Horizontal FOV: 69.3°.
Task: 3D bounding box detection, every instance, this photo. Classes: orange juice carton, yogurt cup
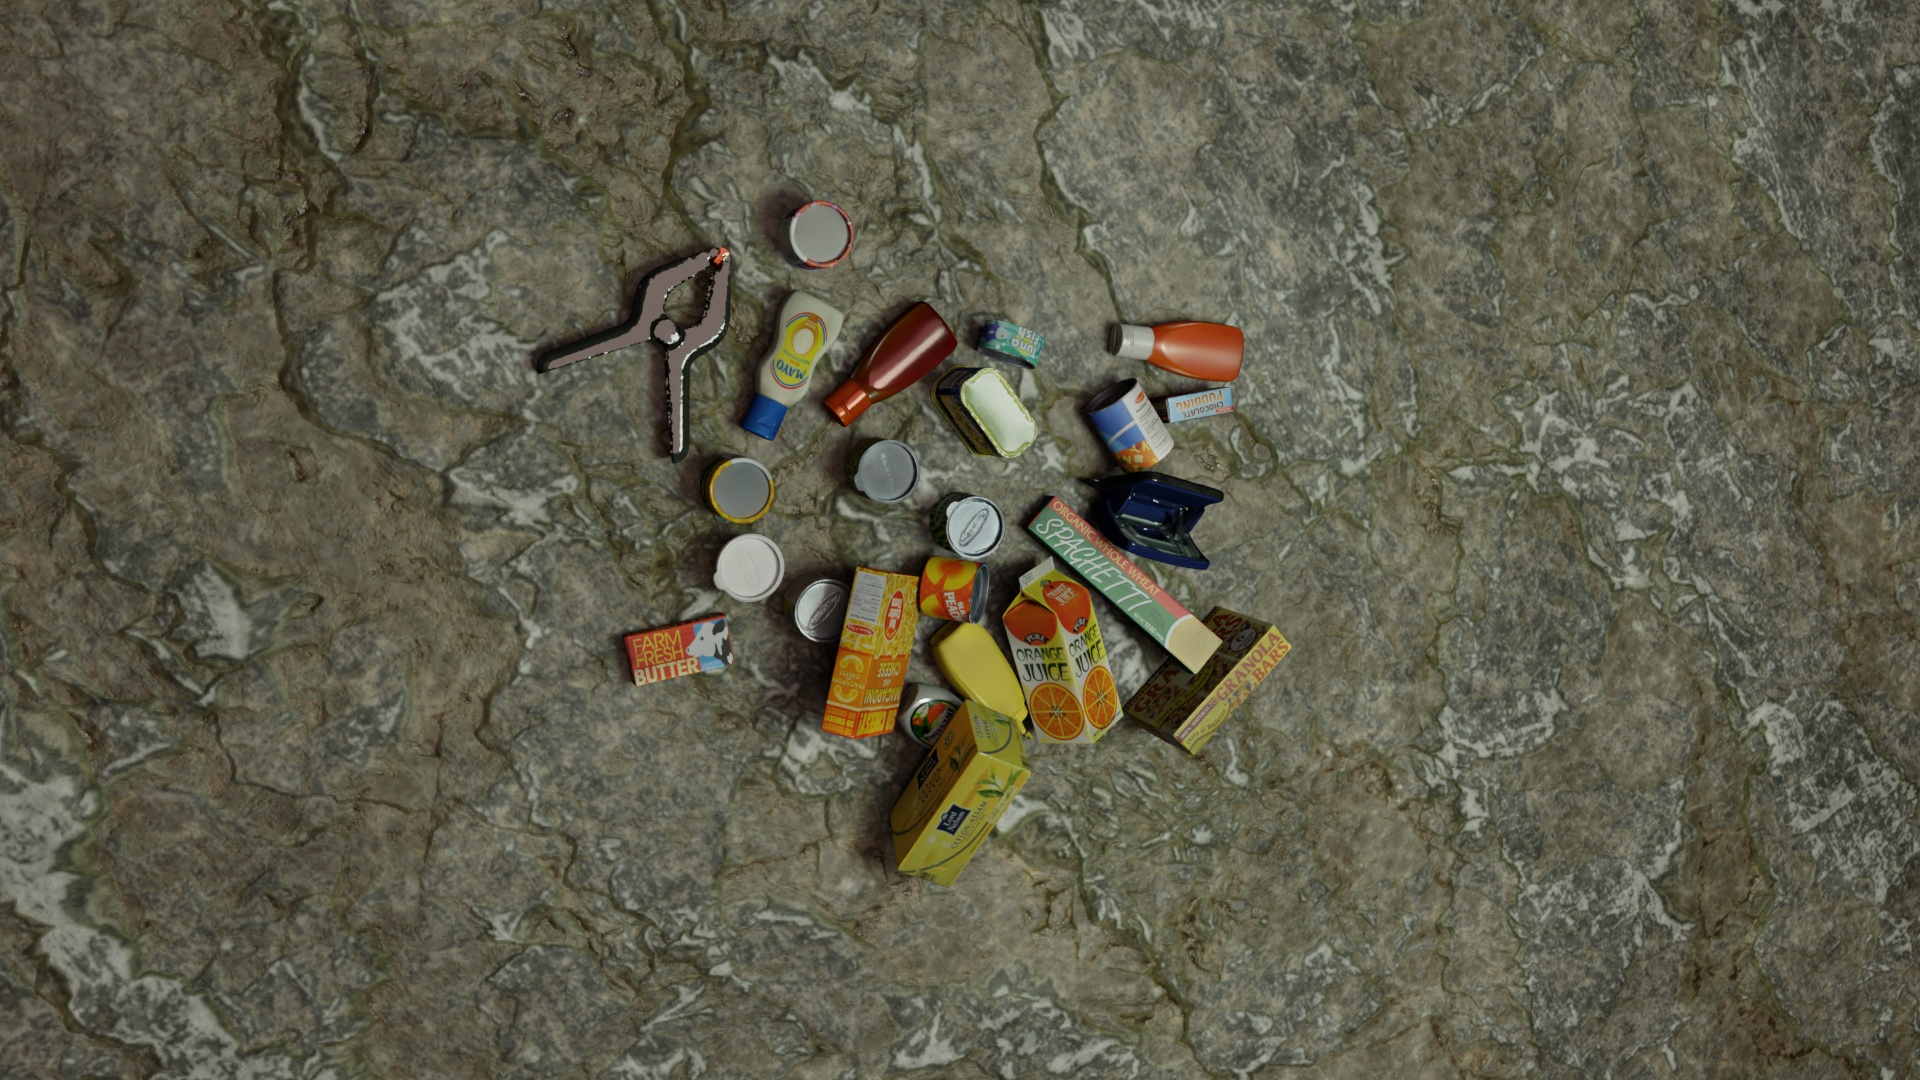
[{"bbox_3d":[0.106,0.118,1.496,0.072,0.073,0.192,-31,109,-50],"label":"orange juice carton"},{"bbox_3d":[-0.215,0.024,1.393,0.072,0.054,0.072,-2,97,-20],"label":"yogurt cup"}]

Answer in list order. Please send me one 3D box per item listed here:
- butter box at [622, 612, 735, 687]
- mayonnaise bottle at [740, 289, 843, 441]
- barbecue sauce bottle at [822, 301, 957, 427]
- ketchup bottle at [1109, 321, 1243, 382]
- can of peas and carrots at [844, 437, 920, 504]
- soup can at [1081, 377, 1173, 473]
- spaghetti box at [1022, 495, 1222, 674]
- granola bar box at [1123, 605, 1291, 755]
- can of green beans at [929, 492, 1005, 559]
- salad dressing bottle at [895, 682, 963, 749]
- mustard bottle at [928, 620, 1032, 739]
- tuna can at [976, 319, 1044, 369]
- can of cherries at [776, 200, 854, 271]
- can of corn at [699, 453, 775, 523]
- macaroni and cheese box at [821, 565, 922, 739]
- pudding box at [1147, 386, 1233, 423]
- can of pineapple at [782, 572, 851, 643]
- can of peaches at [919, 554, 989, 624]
[{"bbox_3d":[-0.282,0.109,1.394,0.104,0.024,0.053,-12,101,-18],"label":"butter box"},{"bbox_3d":[-0.174,-0.173,1.393,0.065,0.041,0.148,25,87,-22],"label":"mayonnaise bottle"},{"bbox_3d":[-0.076,-0.177,1.427,0.149,0.043,0.064,-43,108,-10],"label":"barbecue sauce bottle"},{"bbox_3d":[0.239,-0.214,1.536,0.149,0.043,0.064,4,94,-20],"label":"ketchup bottle"},{"bbox_3d":[-0.083,-0.071,1.428,0.071,0.059,0.071,-2,97,-19],"label":"can of peas and carrots"},{"bbox_3d":[0.182,-0.124,1.516,0.071,0.071,0.083,-38,108,-12],"label":"soup can"},{"bbox_3d":[0.176,0.048,1.517,0.250,0.028,0.050,41,81,-3],"label":"spaghetti box"},{"bbox_3d":[0.273,0.154,1.546,0.166,0.124,0.039,-46,109,-9],"label":"granola bar box"},{"bbox_3d":[0.007,-0.017,1.466,0.071,0.058,0.071,-2,97,-19],"label":"can of green beans"},{"bbox_3d":[-0.001,0.208,1.496,0.147,0.044,0.064,34,94,-20],"label":"salad dressing bottle"},{"bbox_3d":[0.030,0.157,1.499,0.065,0.049,0.160,-40,108,-18],"label":"mustard bottle"},{"bbox_3d":[0.054,-0.206,1.455,0.071,0.071,0.033,18,89,-21],"label":"tuna can"},{"bbox_3d":[-0.142,-0.304,1.381,0.071,0.058,0.071,-2,97,-19],"label":"can of cherries"},{"bbox_3d":[-0.222,-0.049,1.380,0.071,0.058,0.071,-2,97,-19],"label":"can of corn"},{"bbox_3d":[-0.087,0.113,1.411,0.040,0.124,0.166,12,89,16],"label":"macaroni and cheese box"},{"bbox_3d":[0.255,-0.151,1.545,0.084,0.049,0.030,-11,98,-19],"label":"pudding box"},{"bbox_3d":[-0.143,0.070,1.422,0.071,0.058,0.071,-2,97,-19],"label":"can of pineapple"},{"bbox_3d":[-0.007,0.053,1.454,0.058,0.071,0.071,9,94,15],"label":"can of peaches"}]
